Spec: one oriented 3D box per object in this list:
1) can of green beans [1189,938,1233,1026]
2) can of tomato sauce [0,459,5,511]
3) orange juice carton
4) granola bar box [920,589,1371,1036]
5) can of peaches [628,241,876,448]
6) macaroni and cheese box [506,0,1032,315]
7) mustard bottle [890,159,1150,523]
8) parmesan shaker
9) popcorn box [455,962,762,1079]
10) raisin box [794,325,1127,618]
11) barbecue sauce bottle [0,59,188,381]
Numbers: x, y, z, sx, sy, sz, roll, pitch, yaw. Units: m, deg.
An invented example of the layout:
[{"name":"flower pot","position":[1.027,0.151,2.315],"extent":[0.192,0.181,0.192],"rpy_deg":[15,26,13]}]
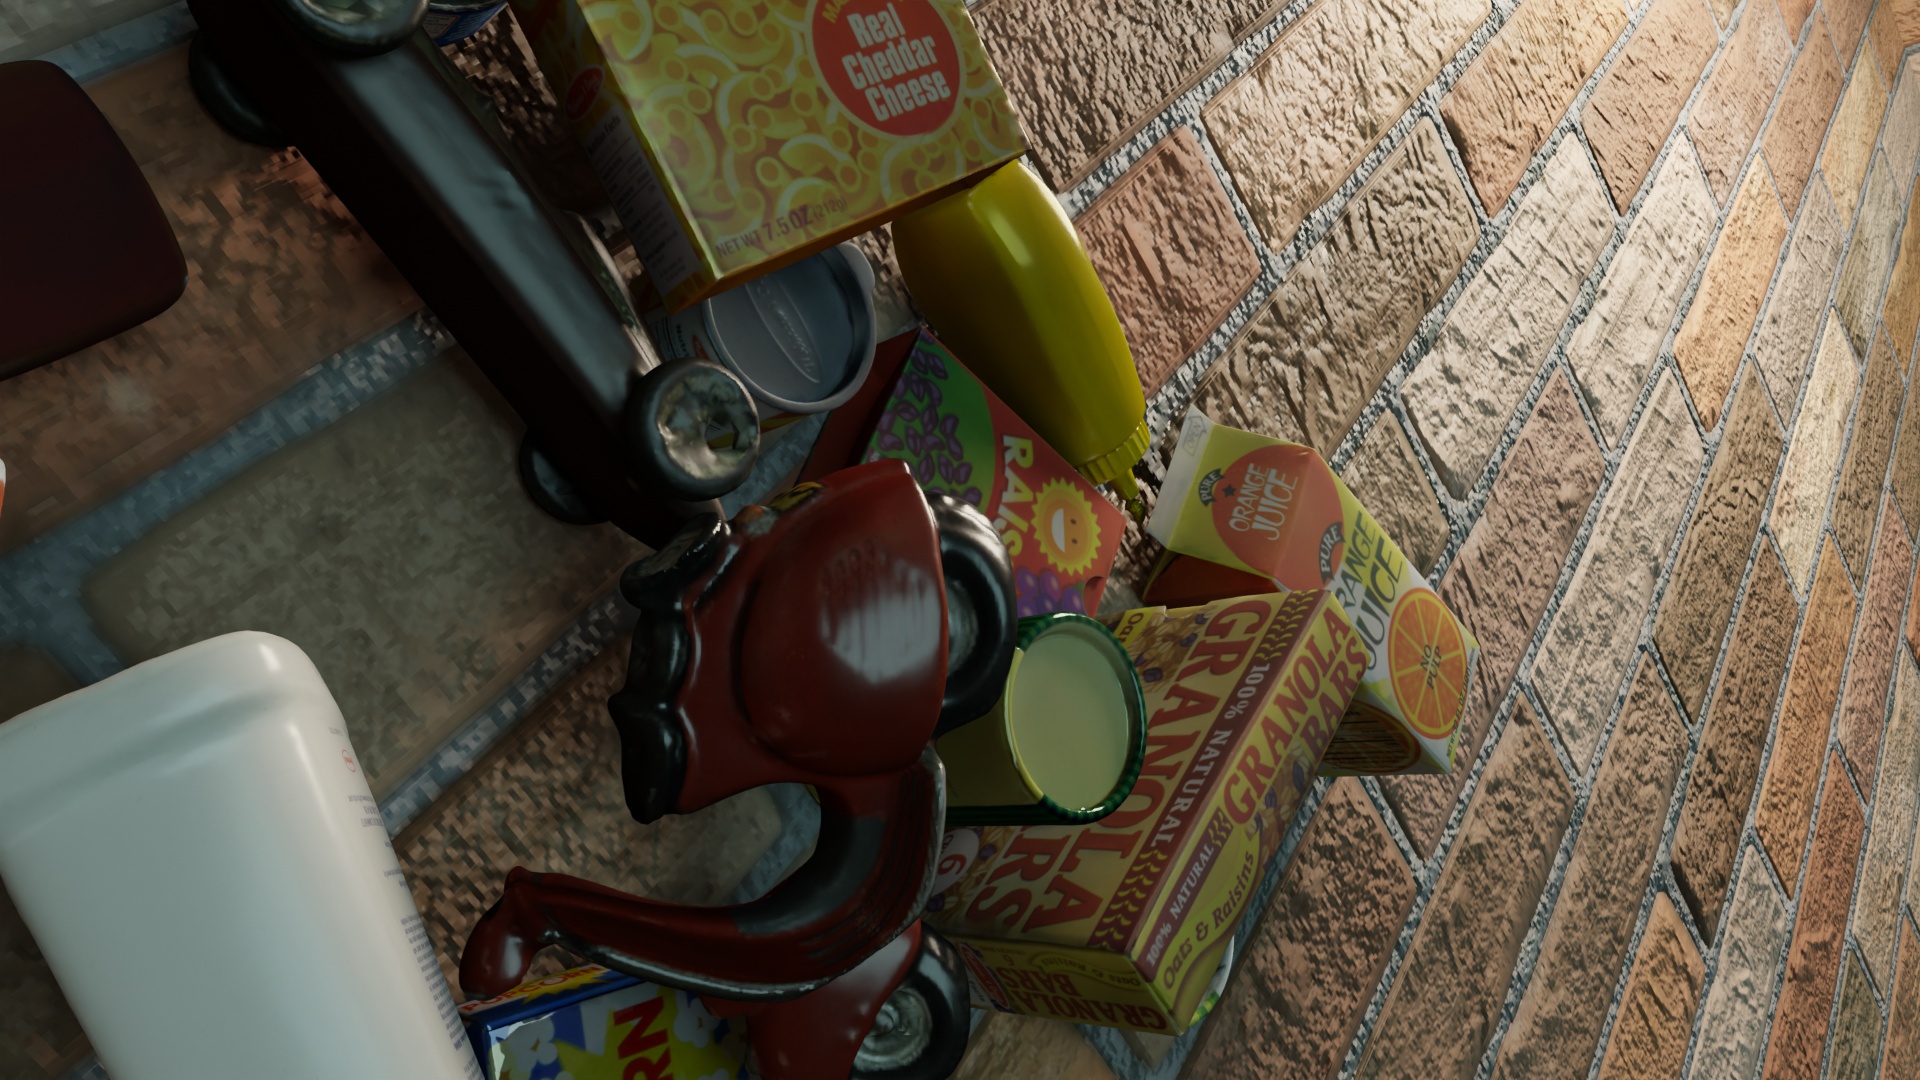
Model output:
[{"name":"can of green beans","position":[0.060,0.147,0.523],"extent":[0.071,0.057,0.071],"rpy_deg":[11,74,-41]},{"name":"can of tomato sauce","position":[-0.223,0.020,0.262],"extent":[0.071,0.071,0.083],"rpy_deg":[6,104,-42]},{"name":"orange juice carton","position":[0.149,0.026,0.621],"extent":[0.192,0.073,0.072],"rpy_deg":[43,56,-27]},{"name":"granola bar box","position":[0.055,0.087,0.486],"extent":[0.039,0.124,0.166],"rpy_deg":[57,49,-20]},{"name":"can of peaches","position":[-0.069,-0.068,0.450],"extent":[0.071,0.058,0.071],"rpy_deg":[11,73,-41]},{"name":"macaroni and cheese box","position":[-0.068,-0.166,0.404],"extent":[0.124,0.040,0.166],"rpy_deg":[-31,99,-33]},{"name":"mustard bottle","position":[0.035,-0.071,0.547],"extent":[0.049,0.065,0.159],"rpy_deg":[-50,121,-31]},{"name":"parmesan shaker","position":[0.003,0.064,0.456],"extent":[0.071,0.103,0.071],"rpy_deg":[11,74,-41]},{"name":"popcorn box","position":[-0.092,0.183,0.387],"extent":[0.085,0.038,0.126],"rpy_deg":[-5,84,-44]},{"name":"raisin box","position":[0.002,-0.006,0.515],"extent":[0.123,0.040,0.086],"rpy_deg":[41,55,-30]},{"name":"barbecue sauce bottle","position":[-0.249,-0.050,0.289],"extent":[0.149,0.043,0.064],"rpy_deg":[-40,110,-40]}]
